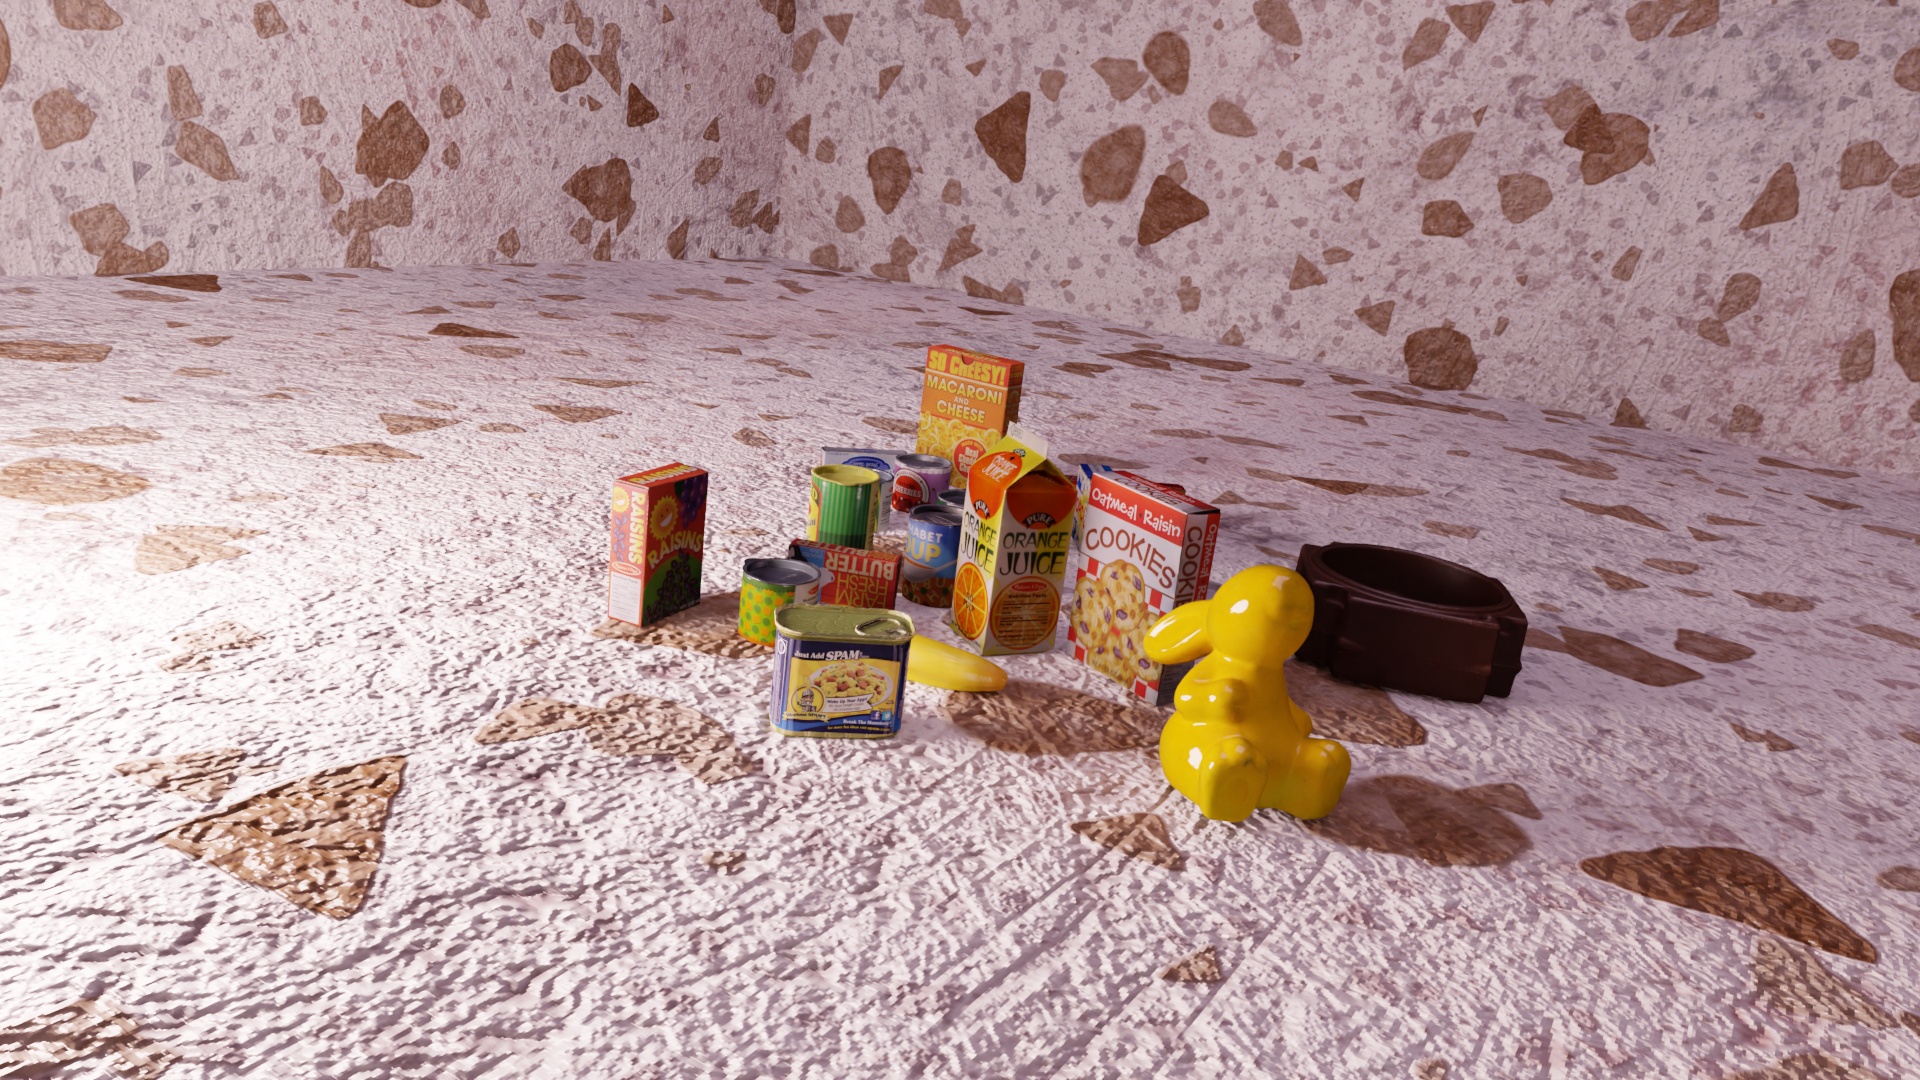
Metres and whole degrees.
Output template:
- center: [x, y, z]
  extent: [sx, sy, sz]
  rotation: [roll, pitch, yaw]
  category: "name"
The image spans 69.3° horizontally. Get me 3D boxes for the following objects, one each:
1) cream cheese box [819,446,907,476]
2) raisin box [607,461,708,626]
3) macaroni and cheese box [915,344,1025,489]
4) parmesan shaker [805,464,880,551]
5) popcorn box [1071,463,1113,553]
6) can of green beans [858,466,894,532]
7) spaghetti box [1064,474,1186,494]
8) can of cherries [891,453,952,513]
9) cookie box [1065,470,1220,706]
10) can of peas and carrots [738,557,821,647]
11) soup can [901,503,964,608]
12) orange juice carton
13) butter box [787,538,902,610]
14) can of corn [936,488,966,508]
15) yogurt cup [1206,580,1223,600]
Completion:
- center: [-0.115, -0.081, 1.641]
  extent: [0.104, 0.053, 0.024]
  rotation: [1, 17, -19]
  category: "cream cheese box"
- center: [-0.258, 0.002, 1.187]
  extent: [0.040, 0.123, 0.086]
  rotation: [15, 18, 24]
  category: "raisin box"
- center: [0.009, -0.149, 1.722]
  extent: [0.124, 0.165, 0.040]
  rotation: [17, 19, 30]
  category: "macaroni and cheese box"
- center: [-0.115, -0.015, 1.337]
  extent: [0.071, 0.102, 0.071]
  rotation: [7, 16, -2]
  category: "parmesan shaker"
- center: [0.152, -0.028, 1.522]
  extent: [0.038, 0.085, 0.127]
  rotation: [5, 17, -6]
  category: "popcorn box"
- center: [-0.108, -0.045, 1.517]
  extent: [0.071, 0.057, 0.071]
  rotation: [7, 17, -2]
  category: "can of green beans"
- center: [0.143, -0.050, 1.649]
  extent: [0.250, 0.050, 0.029]
  rotation: [4, 17, -10]
  category: "spaghetti box"
- center: [-0.047, -0.065, 1.607]
  extent: [0.071, 0.058, 0.072]
  rotation: [7, 17, -2]
  category: "can of cherries"
- center: [0.151, 0.037, 1.167]
  extent: [0.040, 0.166, 0.123]
  rotation: [-4, 20, -34]
  category: "cookie box"
- center: [-0.156, 0.052, 1.177]
  extent: [0.071, 0.058, 0.071]
  rotation: [7, 17, -2]
  category: "can of peas and carrots"
- center: [-0.022, 0.014, 1.313]
  extent: [0.071, 0.083, 0.071]
  rotation: [7, 16, -2]
  category: "soup can"
- center: [0.047, -0.002, 1.208]
  extent: [0.073, 0.192, 0.072]
  rotation: [-1, 18, -26]
  category: "orange juice carton"
- center: [-0.107, 0.033, 1.269]
  extent: [0.103, 0.053, 0.024]
  rotation: [9, 16, 7]
  category: "butter box"
- center: [0.005, -0.019, 1.476]
  extent: [0.071, 0.058, 0.071]
  rotation: [7, 17, -2]
  category: "can of corn"
- center: [0.218, 0.070, 1.280]
  extent: [0.072, 0.053, 0.072]
  rotation: [7, 17, -2]
  category: "yogurt cup"
